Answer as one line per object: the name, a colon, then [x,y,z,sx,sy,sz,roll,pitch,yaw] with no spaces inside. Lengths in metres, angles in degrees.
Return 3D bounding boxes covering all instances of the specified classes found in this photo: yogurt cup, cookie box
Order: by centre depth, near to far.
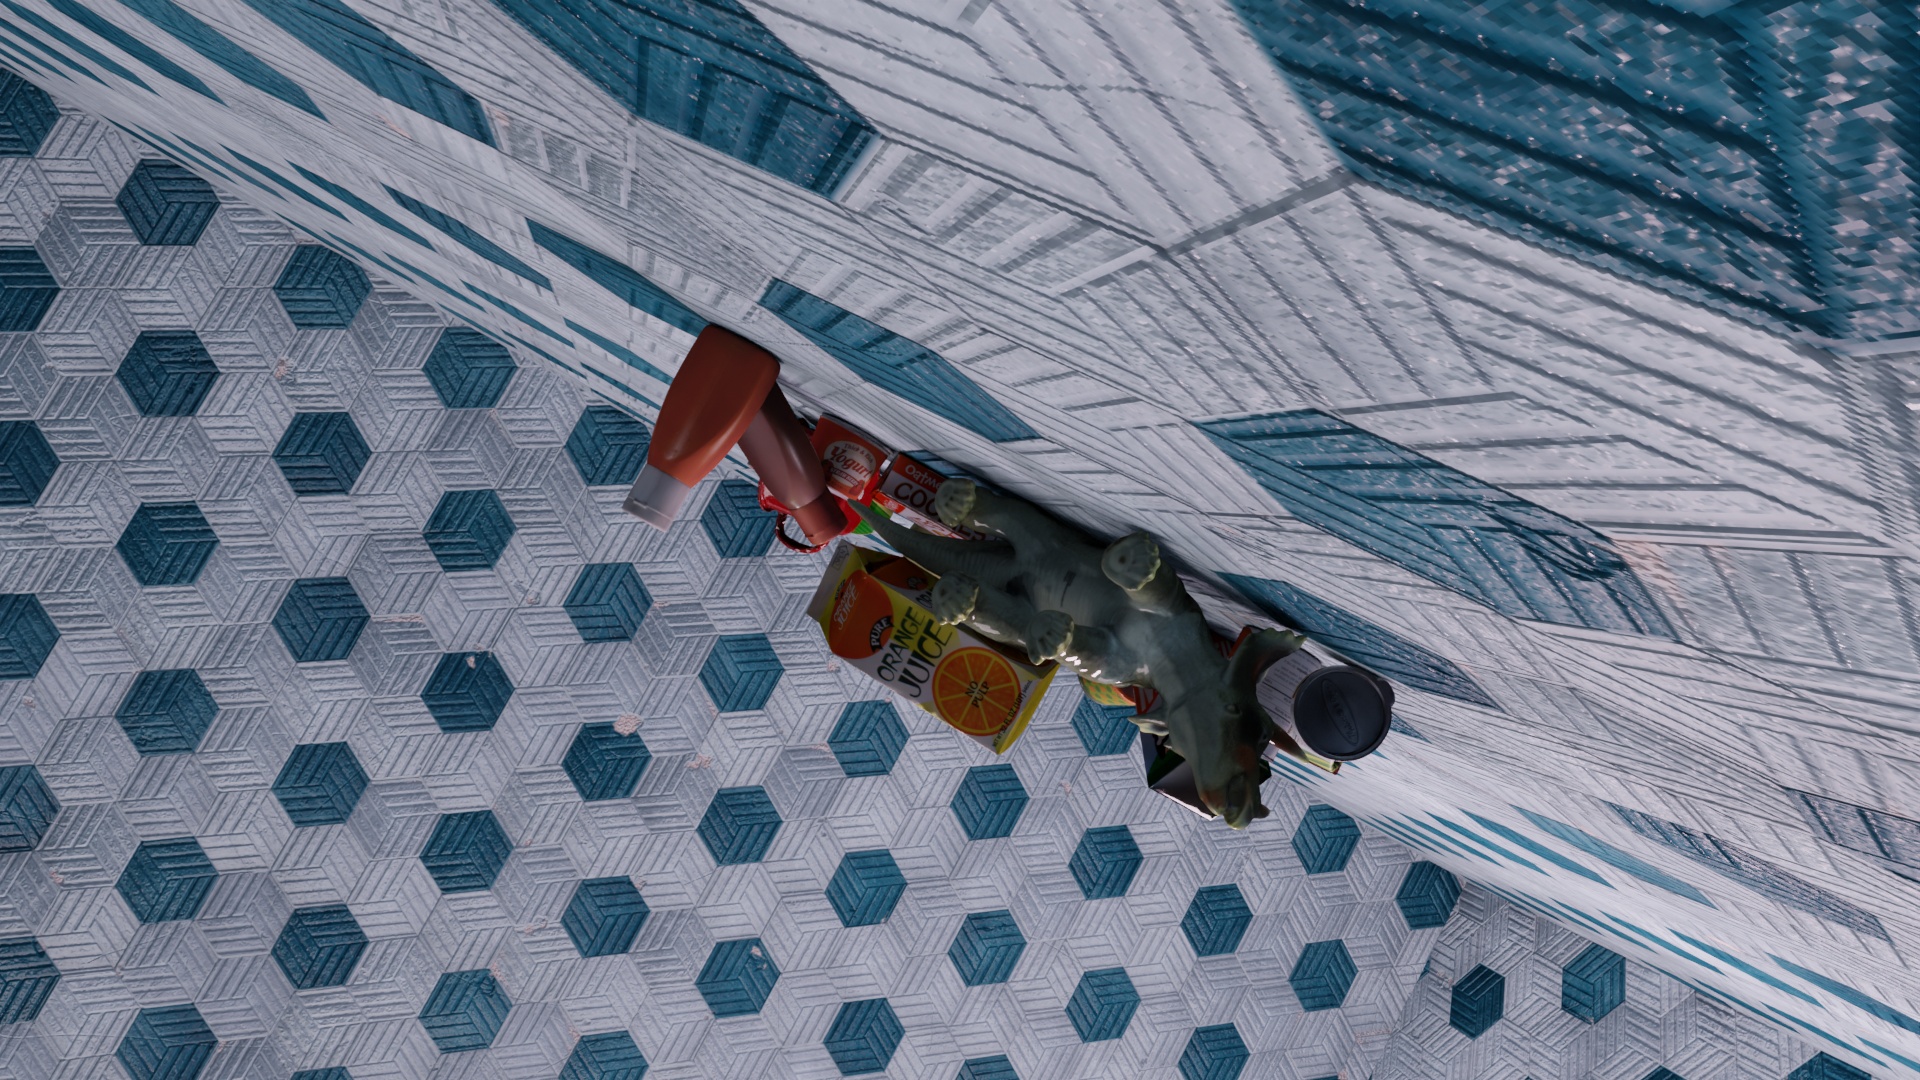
yogurt cup: [-0.101,-0.068,1.173,0.072,0.054,0.072,29,176,3]
cookie box: [0.004,-0.015,1.209,0.167,0.040,0.123,29,176,-5]

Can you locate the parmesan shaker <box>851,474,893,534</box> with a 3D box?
parmesan shaker: [-0.111,-0.051,1.368,0.071,0.071,0.103,27,175,17]

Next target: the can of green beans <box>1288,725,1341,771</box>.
can of green beans: [0.283,0.142,1.103,0.058,0.071,0.071,26,174,26]

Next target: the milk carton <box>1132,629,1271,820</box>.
milk carton: [0.197,0.132,1.177,0.072,0.073,0.191,31,-148,-23]

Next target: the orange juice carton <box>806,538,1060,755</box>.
orange juice carton: [-0.026,0.076,1.058,0.193,0.071,0.073,31,-162,11]

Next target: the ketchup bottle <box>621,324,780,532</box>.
ketchup bottle: [-0.191,-0.079,0.998,0.065,0.149,0.043,27,173,14]

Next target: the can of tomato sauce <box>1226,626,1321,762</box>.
can of tomato sauce: [0.224,0.115,1.053,0.071,0.083,0.071,29,175,3]

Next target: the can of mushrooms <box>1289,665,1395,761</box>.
can of mushrooms: [0.267,0.119,0.970,0.071,0.071,0.033,28,177,9]

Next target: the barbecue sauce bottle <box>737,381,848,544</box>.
barbecue sauce bottle: [-0.141,-0.065,1.115,0.065,0.044,0.148,-2,125,49]

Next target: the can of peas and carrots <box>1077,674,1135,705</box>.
can of peas and carrots: [0.150,0.118,1.259,0.071,0.071,0.058,30,162,-20]

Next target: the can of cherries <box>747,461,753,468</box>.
can of cherries: [-0.170,-0.083,1.395,0.071,0.058,0.071,29,175,3]
